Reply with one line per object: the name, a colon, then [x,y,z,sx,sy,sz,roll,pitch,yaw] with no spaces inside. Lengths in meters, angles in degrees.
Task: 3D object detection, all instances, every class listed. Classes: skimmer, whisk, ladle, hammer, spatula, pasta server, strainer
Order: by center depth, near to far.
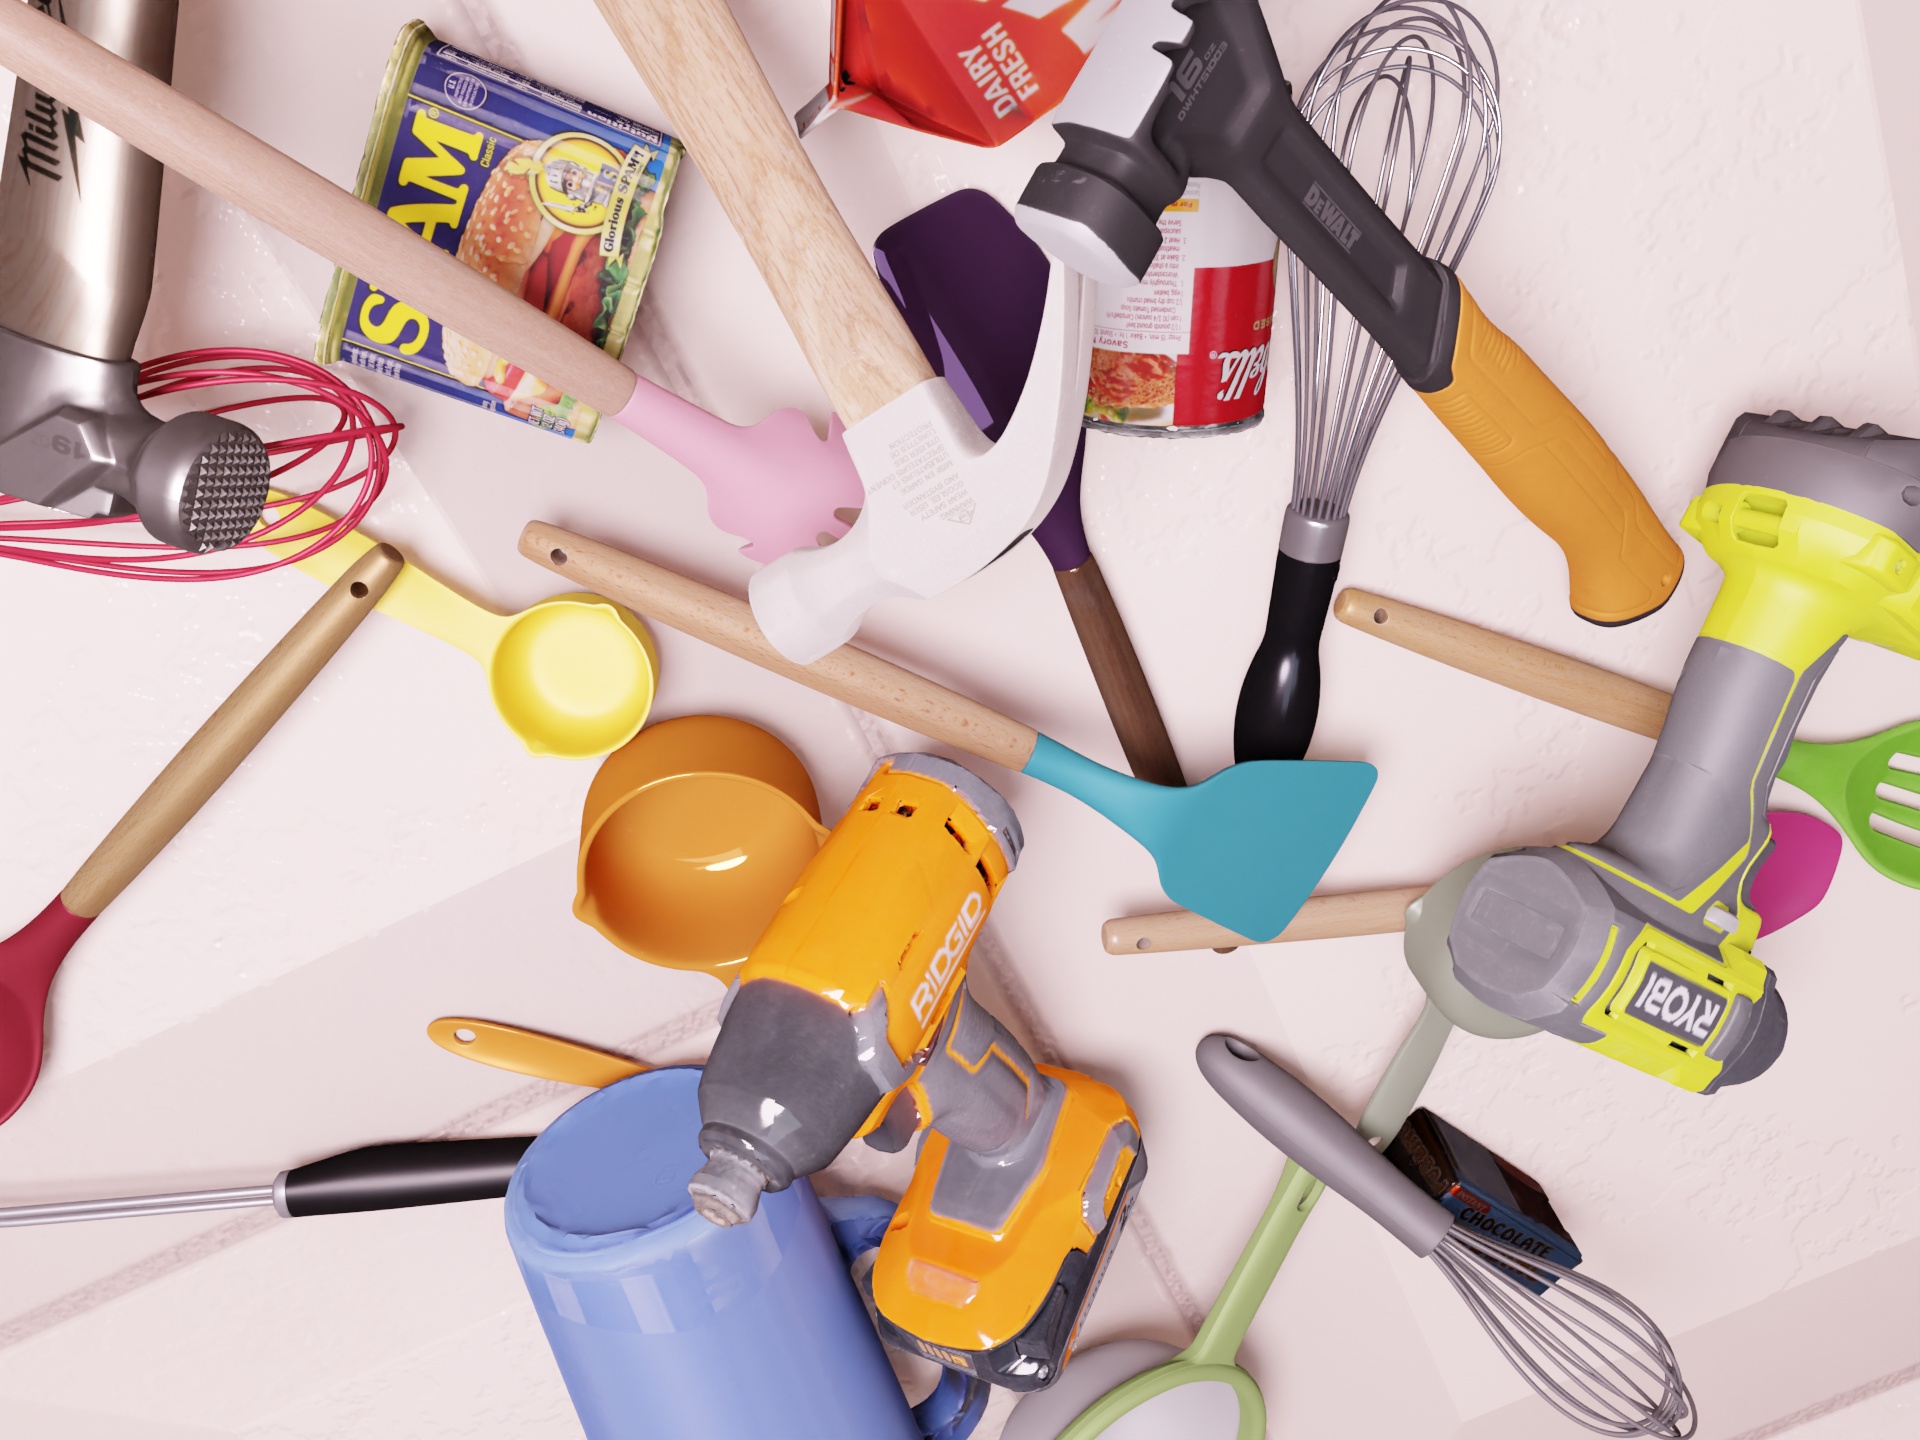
hammer: [-0.215,-0.258,0.399,0.146,0.038,0.410,18,104,9]
hammer: [-0.074,-0.185,0.420,0.130,0.031,0.331,-27,96,25]
pasta server: [-0.120,-0.107,0.447,0.316,0.040,0.060,27,104,-41]
hammer: [0.152,-0.113,0.473,0.336,0.034,0.127,27,95,-45]
whisk: [-0.317,-0.064,0.497,0.296,0.073,0.073,-10,116,3]
whisk: [0.127,-0.094,0.540,0.070,0.070,0.284,0,120,-8]
spatula: [-0.001,-0.002,0.558,0.317,0.044,0.082,24,110,-10]
ladle: [-0.297,0.048,0.561,0.315,0.031,0.069,-43,113,15]
spatula: [0.051,-0.037,0.577,0.060,0.018,0.315,-30,117,-12]
skimmer: [-0.326,0.218,0.613,0.363,0.090,0.127,-4,148,-8]
whisk: [0.194,0.207,0.649,0.239,0.055,0.055,38,108,11]
strainer: [0.085,0.286,0.714,0.151,0.069,0.256,22,97,-40]

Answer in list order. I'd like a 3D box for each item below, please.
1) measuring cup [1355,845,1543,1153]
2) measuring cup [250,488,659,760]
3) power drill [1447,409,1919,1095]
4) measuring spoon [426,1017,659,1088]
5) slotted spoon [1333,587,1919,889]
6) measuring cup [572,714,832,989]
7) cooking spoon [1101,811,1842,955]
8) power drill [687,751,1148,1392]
measuring cup: [0.201,0.128,0.638,0.083,0.038,0.167,11,117,-19]
measuring cup: [-0.176,-0.041,0.549,0.156,0.029,0.062,29,105,-7]
power drill: [0.282,0.021,0.562,0.171,0.080,0.223,24,95,-34]
measuring spoon: [-0.155,0.136,0.641,0.117,0.011,0.021,16,117,-10]
slotted spoon: [0.287,0.001,0.622,0.313,0.031,0.070,17,94,-12]
measuring cup: [-0.084,0.074,0.599,0.095,0.052,0.173,-16,126,0]
cooking spoon: [0.212,0.073,0.642,0.319,0.017,0.068,-4,119,-11]
power drill: [-0.013,0.144,0.560,0.084,0.164,0.226,7,138,31]
